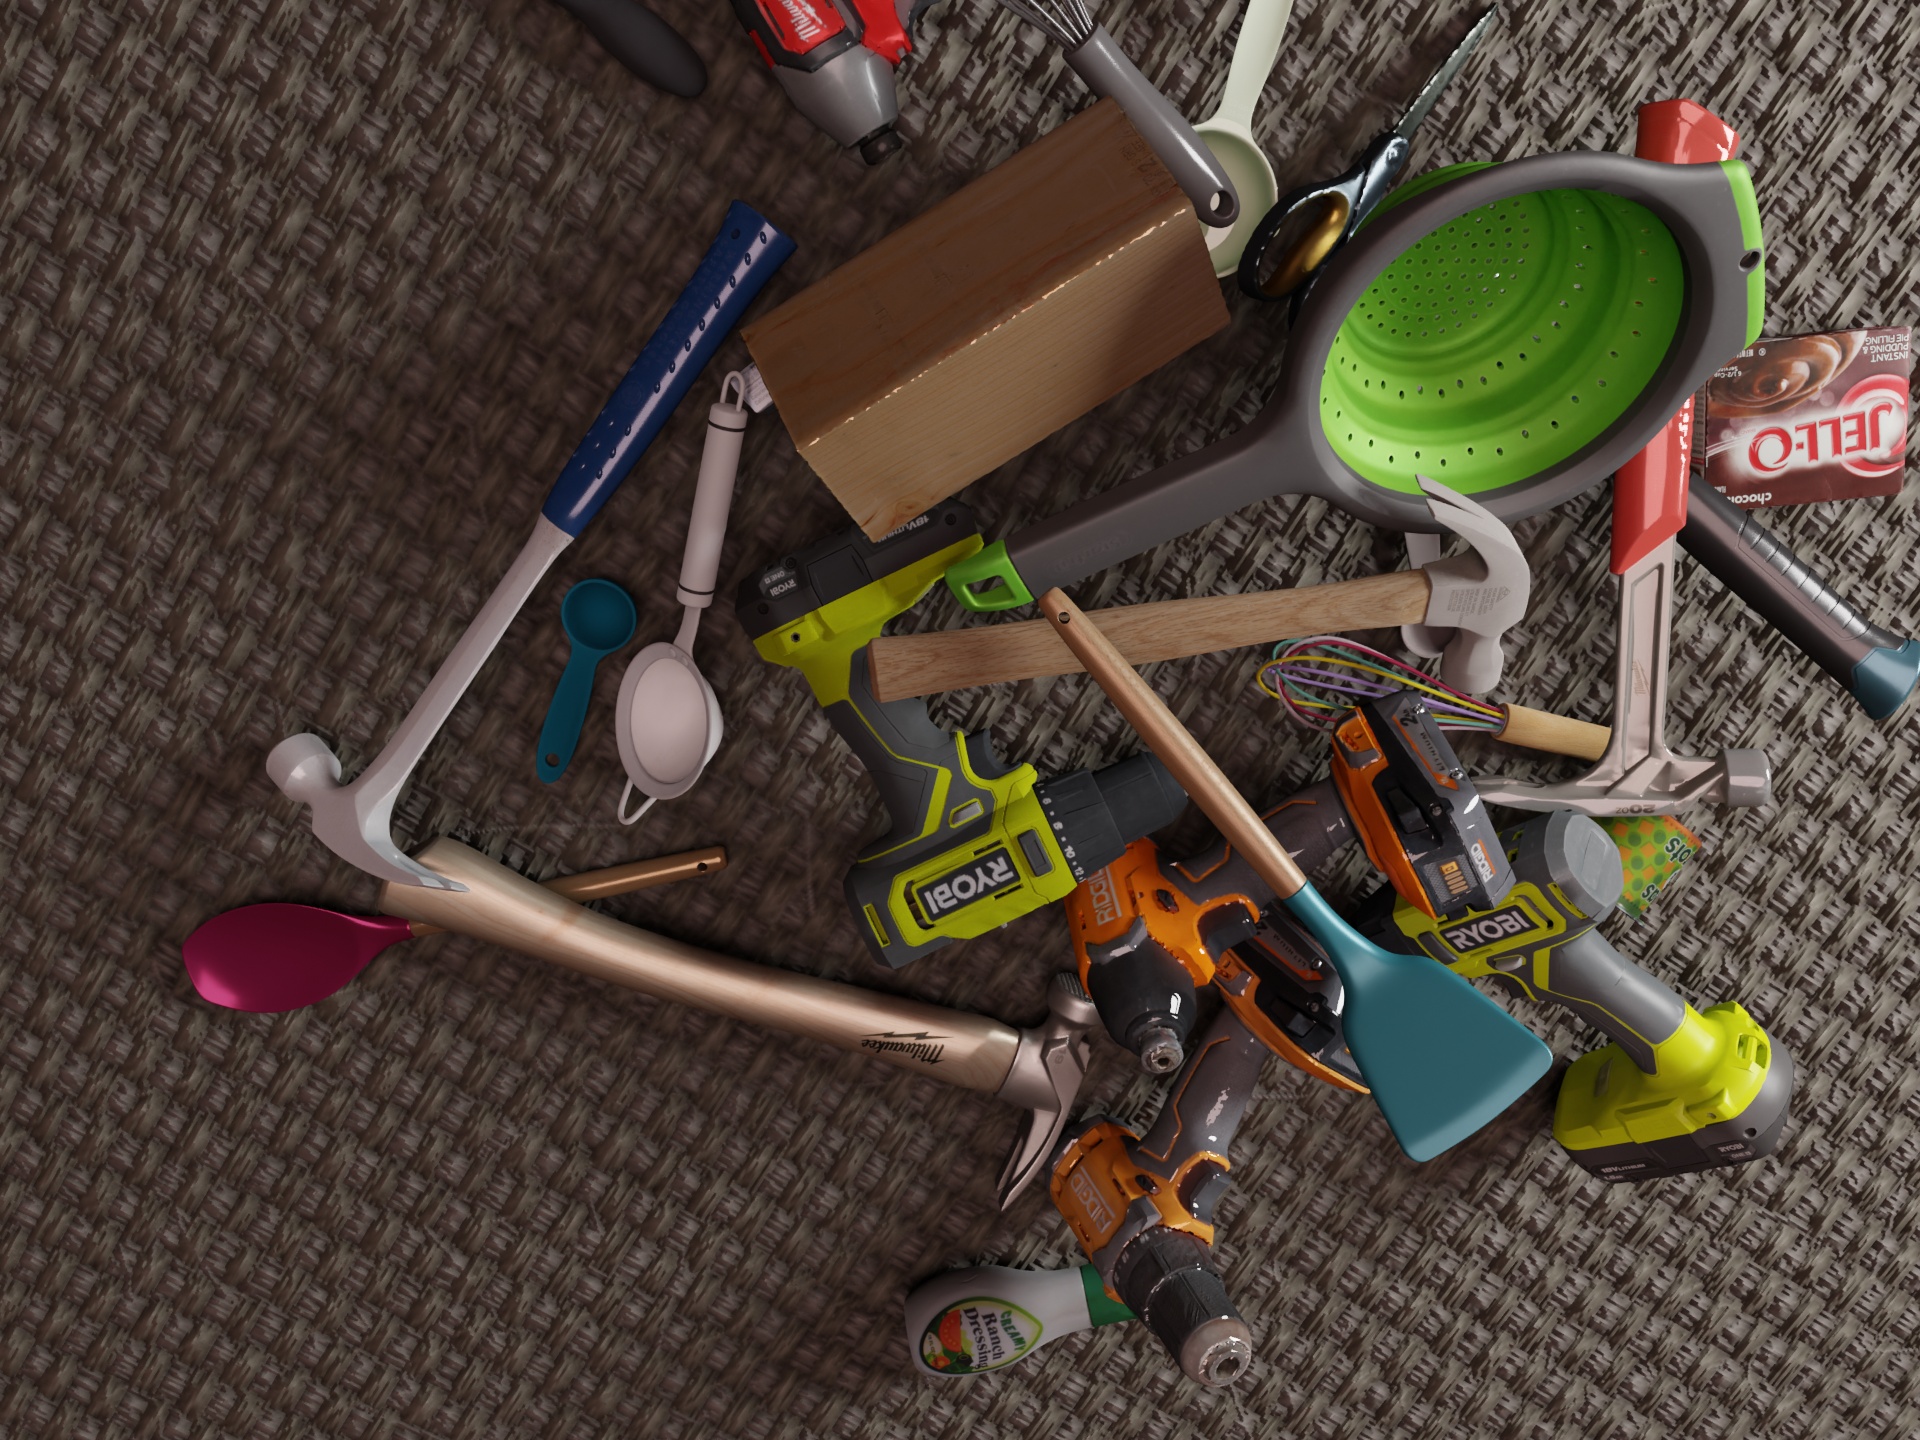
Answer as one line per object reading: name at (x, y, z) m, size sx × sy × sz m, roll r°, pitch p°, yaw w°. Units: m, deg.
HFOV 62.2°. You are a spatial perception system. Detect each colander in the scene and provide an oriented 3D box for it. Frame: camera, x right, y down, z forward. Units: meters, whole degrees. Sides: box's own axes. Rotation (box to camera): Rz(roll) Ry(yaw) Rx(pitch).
colander at (0.170, -0.163, 0.773) m, size 0.397 × 0.095 × 0.204 m, roll -23°, pitch 137°, yaw 13°

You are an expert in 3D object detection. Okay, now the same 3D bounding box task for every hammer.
hammer at (0.376, -0.123, 0.843) m, size 0.331 × 0.033 × 0.128 m, roll 41°, pitch 110°, yaw 0°
hammer at (0.343, -0.125, 0.813) m, size 0.149 × 0.037 × 0.359 m, roll 0°, pitch 105°, yaw 12°
hammer at (-0.214, -0.091, 0.838) m, size 0.144 × 0.035 × 0.405 m, roll 39°, pitch 96°, yaw 27°
hammer at (0.118, -0.049, 0.790) m, size 0.331 × 0.031 × 0.129 m, roll -8°, pitch 136°, yaw -3°
hammer at (-0.127, 0.162, 0.911) m, size 0.410 × 0.038 × 0.146 m, roll 19°, pitch 103°, yaw -10°

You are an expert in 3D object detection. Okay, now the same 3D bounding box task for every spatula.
spatula at (0.143, 0.061, 0.746) m, size 0.082 × 0.044 × 0.317 m, roll -40°, pitch 92°, yaw 9°

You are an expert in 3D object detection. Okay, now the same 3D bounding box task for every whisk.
whisk at (0.283, -0.004, 0.901) m, size 0.245 × 0.051 × 0.047 m, roll 12°, pitch 124°, yaw -9°
whisk at (0.059, -0.322, 0.749) m, size 0.055 × 0.055 × 0.238 m, roll -45°, pitch 119°, yaw 8°
whisk at (-0.246, -0.400, 0.779) m, size 0.284 × 0.070 × 0.070 m, roll 35°, pitch 100°, yaw -14°

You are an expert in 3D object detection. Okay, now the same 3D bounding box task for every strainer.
strainer at (-0.140, -0.060, 0.849) m, size 0.050 × 0.087 × 0.258 m, roll -10°, pitch 124°, yaw -44°

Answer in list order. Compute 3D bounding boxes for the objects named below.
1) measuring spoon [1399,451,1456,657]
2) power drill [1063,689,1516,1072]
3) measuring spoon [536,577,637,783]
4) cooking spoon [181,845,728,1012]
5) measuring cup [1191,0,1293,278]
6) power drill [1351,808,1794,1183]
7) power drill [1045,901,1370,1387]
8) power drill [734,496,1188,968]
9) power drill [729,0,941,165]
measuring spoon at (0.257, -0.097, 0.889) m, size 0.034 × 0.018 × 0.124 m, roll -8°, pitch 97°, yaw 0°
power drill at (0.165, 0.090, 0.837) m, size 0.226 × 0.164 × 0.084 m, roll -26°, pitch 122°, yaw 12°
measuring spoon at (-0.212, -0.023, 0.890) m, size 0.042 × 0.021 × 0.128 m, roll 22°, pitch 111°, yaw -3°
cooking spoon at (-0.289, 0.112, 0.915) m, size 0.319 × 0.017 × 0.068 m, roll -12°, pitch 108°, yaw 1°
measuring cup at (0.138, -0.310, 0.821) m, size 0.083 × 0.038 × 0.167 m, roll 17°, pitch 100°, yaw -6°
power drill at (0.337, 0.157, 0.894) m, size 0.223 × 0.080 × 0.171 m, roll 43°, pitch 139°, yaw -11°
power drill at (0.151, 0.230, 0.874) m, size 0.084 × 0.185 × 0.226 m, roll 32°, pitch 98°, yaw -27°
power drill at (-0.001, -0.003, 0.850) m, size 0.190 × 0.080 × 0.228 m, roll -25°, pitch 95°, yaw 2°
power drill at (-0.004, -0.383, 0.781) m, size 0.219 × 0.078 × 0.143 m, roll -29°, pitch 103°, yaw 8°
